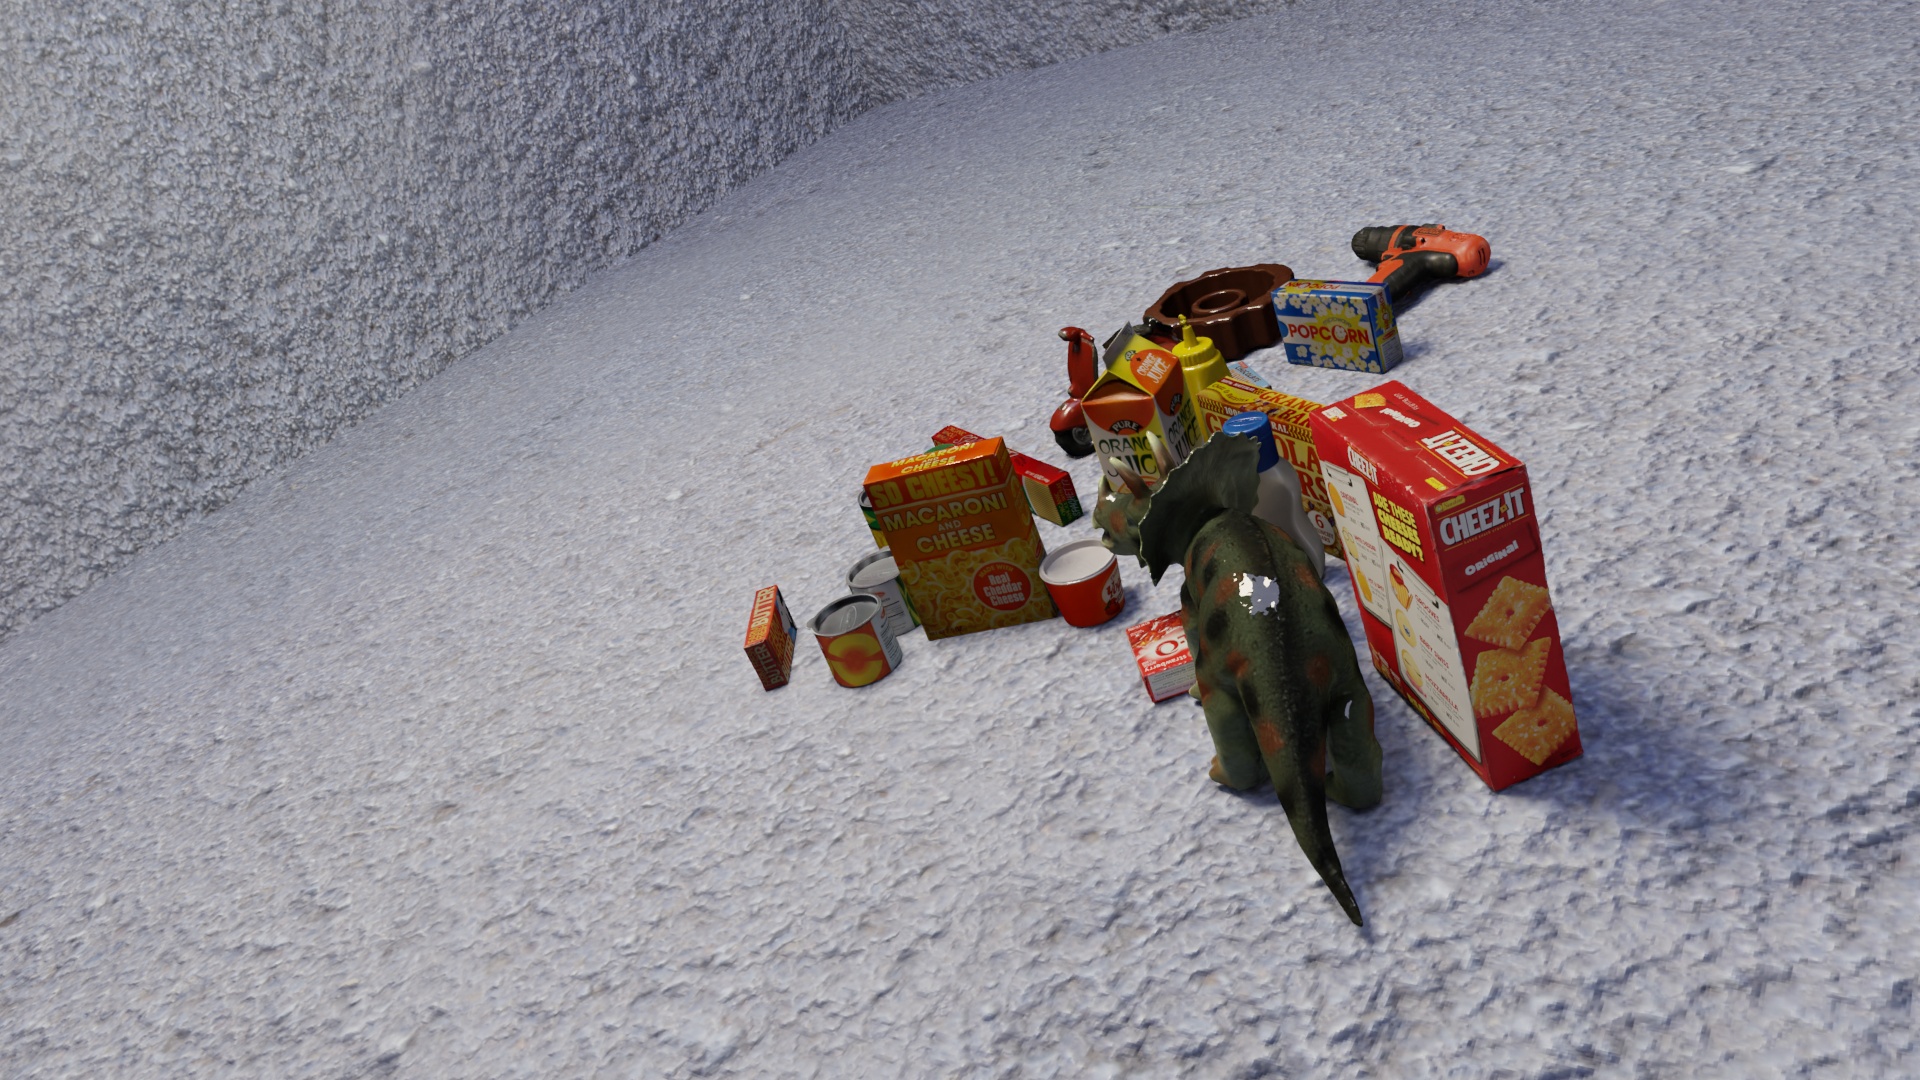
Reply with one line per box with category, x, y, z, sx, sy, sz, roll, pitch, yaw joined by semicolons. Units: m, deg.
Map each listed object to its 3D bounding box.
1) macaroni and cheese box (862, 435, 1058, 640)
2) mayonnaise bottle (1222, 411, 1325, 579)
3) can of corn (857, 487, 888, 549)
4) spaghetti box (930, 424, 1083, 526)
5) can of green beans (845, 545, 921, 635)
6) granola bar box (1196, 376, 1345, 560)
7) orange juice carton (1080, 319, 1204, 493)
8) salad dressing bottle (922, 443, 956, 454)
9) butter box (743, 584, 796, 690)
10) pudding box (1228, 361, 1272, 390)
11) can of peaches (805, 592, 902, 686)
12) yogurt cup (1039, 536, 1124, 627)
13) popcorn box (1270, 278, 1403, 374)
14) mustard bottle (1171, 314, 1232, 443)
macaroni and cheese box;0.003;0.000;1.202;0.123;0.165;0.040;-12;27;19
mayonnaise bottle;0.244;-0.030;1.101;0.064;0.147;0.041;-7;30;28
can of corn;-0.067;-0.029;1.432;0.071;0.058;0.071;-17;26;9
spaghetti box;0.043;-0.071;1.439;0.029;0.050;0.250;-31;28;-18
can of green beans;-0.065;0.048;1.285;0.071;0.057;0.071;-17;26;9
granola bar box;0.275;-0.063;1.167;0.039;0.123;0.166;-30;27;-16
orange juice carton;0.165;-0.094;1.232;0.073;0.192;0.072;-3;31;33
salad dressing bottle;0.004;-0.016;1.253;0.064;0.147;0.044;-9;28;24
butter box;-0.176;0.089;1.295;0.024;0.053;0.104;-18;26;8
pudding box;0.290;-0.143;1.393;0.030;0.049;0.084;-21;26;1
can of peaches;-0.094;0.088;1.229;0.071;0.058;0.071;-17;26;9
yogurt cup;0.107;0.037;1.182;0.072;0.053;0.073;-17;26;9
popcorn box;0.388;-0.222;1.430;0.038;0.085;0.127;-35;29;-25
mustard bottle;0.229;-0.138;1.303;0.049;0.159;0.065;4;36;42
